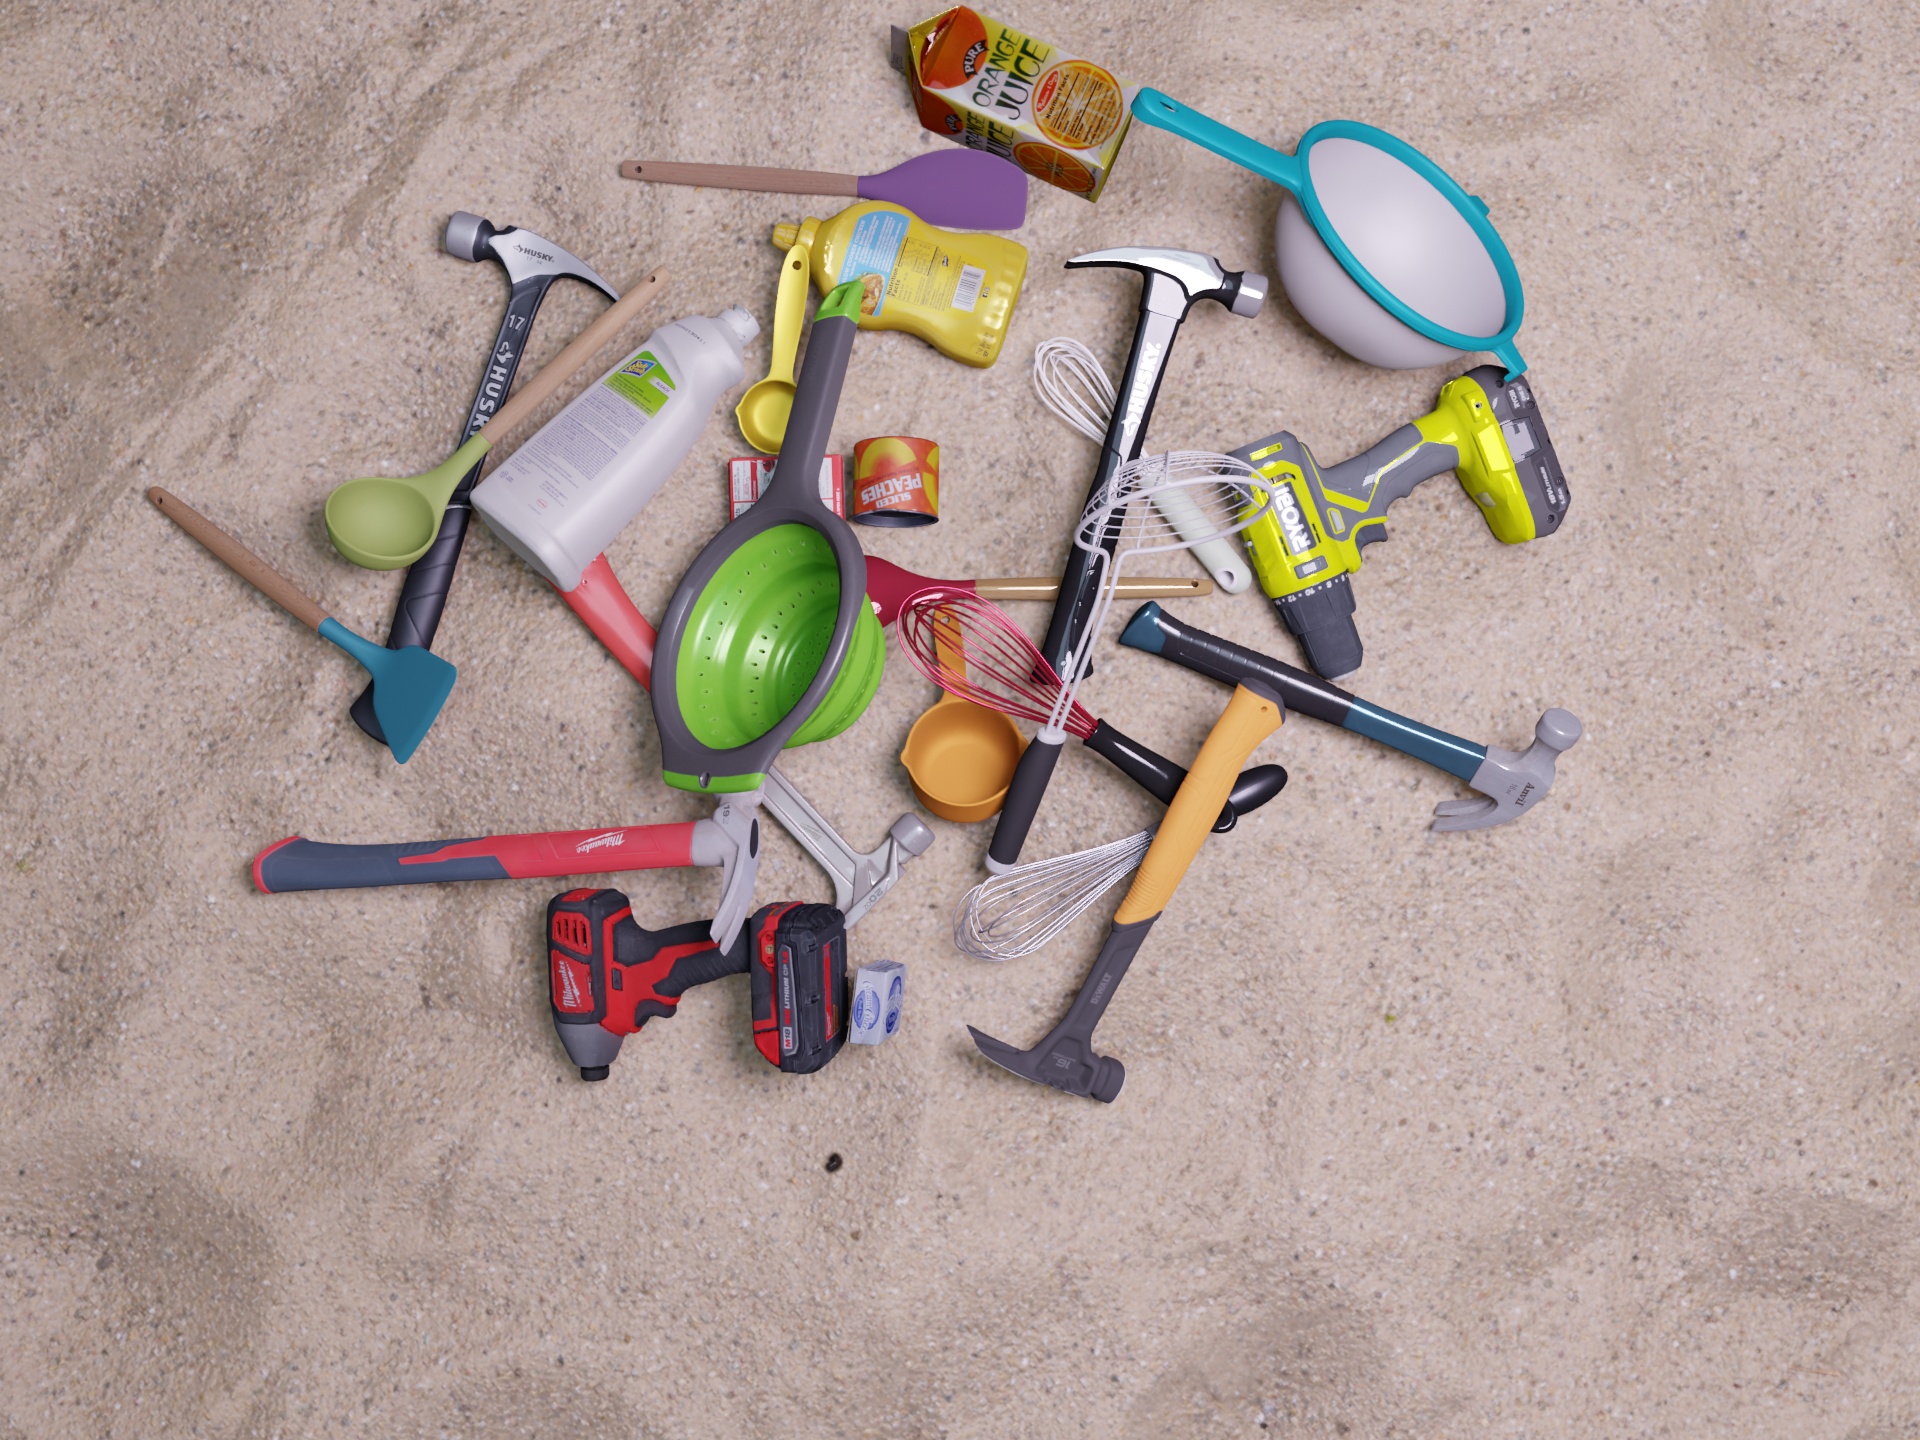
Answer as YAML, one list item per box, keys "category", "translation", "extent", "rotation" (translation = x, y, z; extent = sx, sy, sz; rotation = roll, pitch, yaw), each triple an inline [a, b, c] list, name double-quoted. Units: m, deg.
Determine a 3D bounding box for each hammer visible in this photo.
- category: "hammer"
  translation: [0.132, 0.118, 1.149]
  extent: [0.127, 0.034, 0.337]
  rotation: [23, 102, -21]
- category: "hammer"
  translation: [-0.192, 0.014, 1.209]
  extent: [0.149, 0.036, 0.359]
  rotation: [-44, 89, -2]
- category: "hammer"
  translation: [-0.337, 0.112, 1.157]
  extent: [0.386, 0.038, 0.143]
  rotation: [-5, 51, 10]
- category: "hammer"
  translation: [-0.378, -0.177, 1.219]
  extent: [0.149, 0.036, 0.409]
  rotation: [18, 88, 0]
- category: "hammer"
  translation: [0.110, -0.186, 1.180]
  extent: [0.146, 0.035, 0.335]
  rotation: [16, 97, -3]
- category: "hammer"
  translation: [0.277, -0.013, 1.188]
  extent: [0.331, 0.128, 0.033]
  rotation: [23, 43, 9]

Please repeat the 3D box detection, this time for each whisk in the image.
- category: "whisk"
  translation: [0.081, -0.003, 1.160]
  extent: [0.295, 0.073, 0.073]
  rotation: [34, 87, -6]
- category: "whisk"
  translation: [0.140, -0.195, 1.219]
  extent: [0.246, 0.059, 0.058]
  rotation: [50, 132, -2]
- category: "whisk"
  translation: [0.122, 0.102, 1.197]
  extent: [0.284, 0.070, 0.070]
  rotation: [-27, 88, -6]

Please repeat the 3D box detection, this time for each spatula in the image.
- category: "spatula"
  translation: [-0.105, -0.421, 1.238]
  extent: [0.316, 0.018, 0.059]
  rotation: [3, 103, 0]
- category: "spatula"
  translation: [-0.499, -0.088, 1.187]
  extent: [0.317, 0.044, 0.082]
  rotation: [35, 98, 11]

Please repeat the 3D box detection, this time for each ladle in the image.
- category: "ladle"
  translation: [-0.336, -0.231, 1.178]
  extent: [0.320, 0.062, 0.078]
  rotation: [-44, 83, -5]
- category: "ladle"
  translation: [0.037, -0.099, 1.219]
  extent: [0.315, 0.031, 0.069]
  rotation: [-1, 69, -3]

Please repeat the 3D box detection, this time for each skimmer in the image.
- category: "skimmer"
  translation: [0.095, -0.023, 1.068]
  extent: [0.127, 0.090, 0.363]
  rotation: [-1, 126, -33]

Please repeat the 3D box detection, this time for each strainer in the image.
- category: "strainer"
  translation: [0.251, -0.351, 1.155]
  extent: [0.340, 0.095, 0.211]
  rotation: [17, 53, -22]

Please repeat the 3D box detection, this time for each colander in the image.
- category: "colander"
  translation: [-0.104, -0.126, 1.159]
  extent: [0.204, 0.094, 0.397]
  rotation: [0, 72, 42]

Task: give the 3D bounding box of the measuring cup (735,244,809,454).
- category: "measuring cup"
  translation: [-0.132, -0.281, 1.213]
  extent: [0.062, 0.029, 0.156]
  rotation: [9, 98, 1]

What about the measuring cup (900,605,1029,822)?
- category: "measuring cup"
  translation: [-0.002, -0.004, 1.210]
  extent: [0.095, 0.052, 0.174]
  rotation: [-7, 62, -3]

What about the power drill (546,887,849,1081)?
- category: "power drill"
  translation: [-0.197, 0.197, 1.163]
  extent: [0.220, 0.078, 0.143]
  rotation: [0, 95, 14]

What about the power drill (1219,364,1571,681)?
- category: "power drill"
  translation: [0.330, -0.151, 1.200]
  extent: [0.228, 0.080, 0.190]
  rotation: [-22, 94, 1]
